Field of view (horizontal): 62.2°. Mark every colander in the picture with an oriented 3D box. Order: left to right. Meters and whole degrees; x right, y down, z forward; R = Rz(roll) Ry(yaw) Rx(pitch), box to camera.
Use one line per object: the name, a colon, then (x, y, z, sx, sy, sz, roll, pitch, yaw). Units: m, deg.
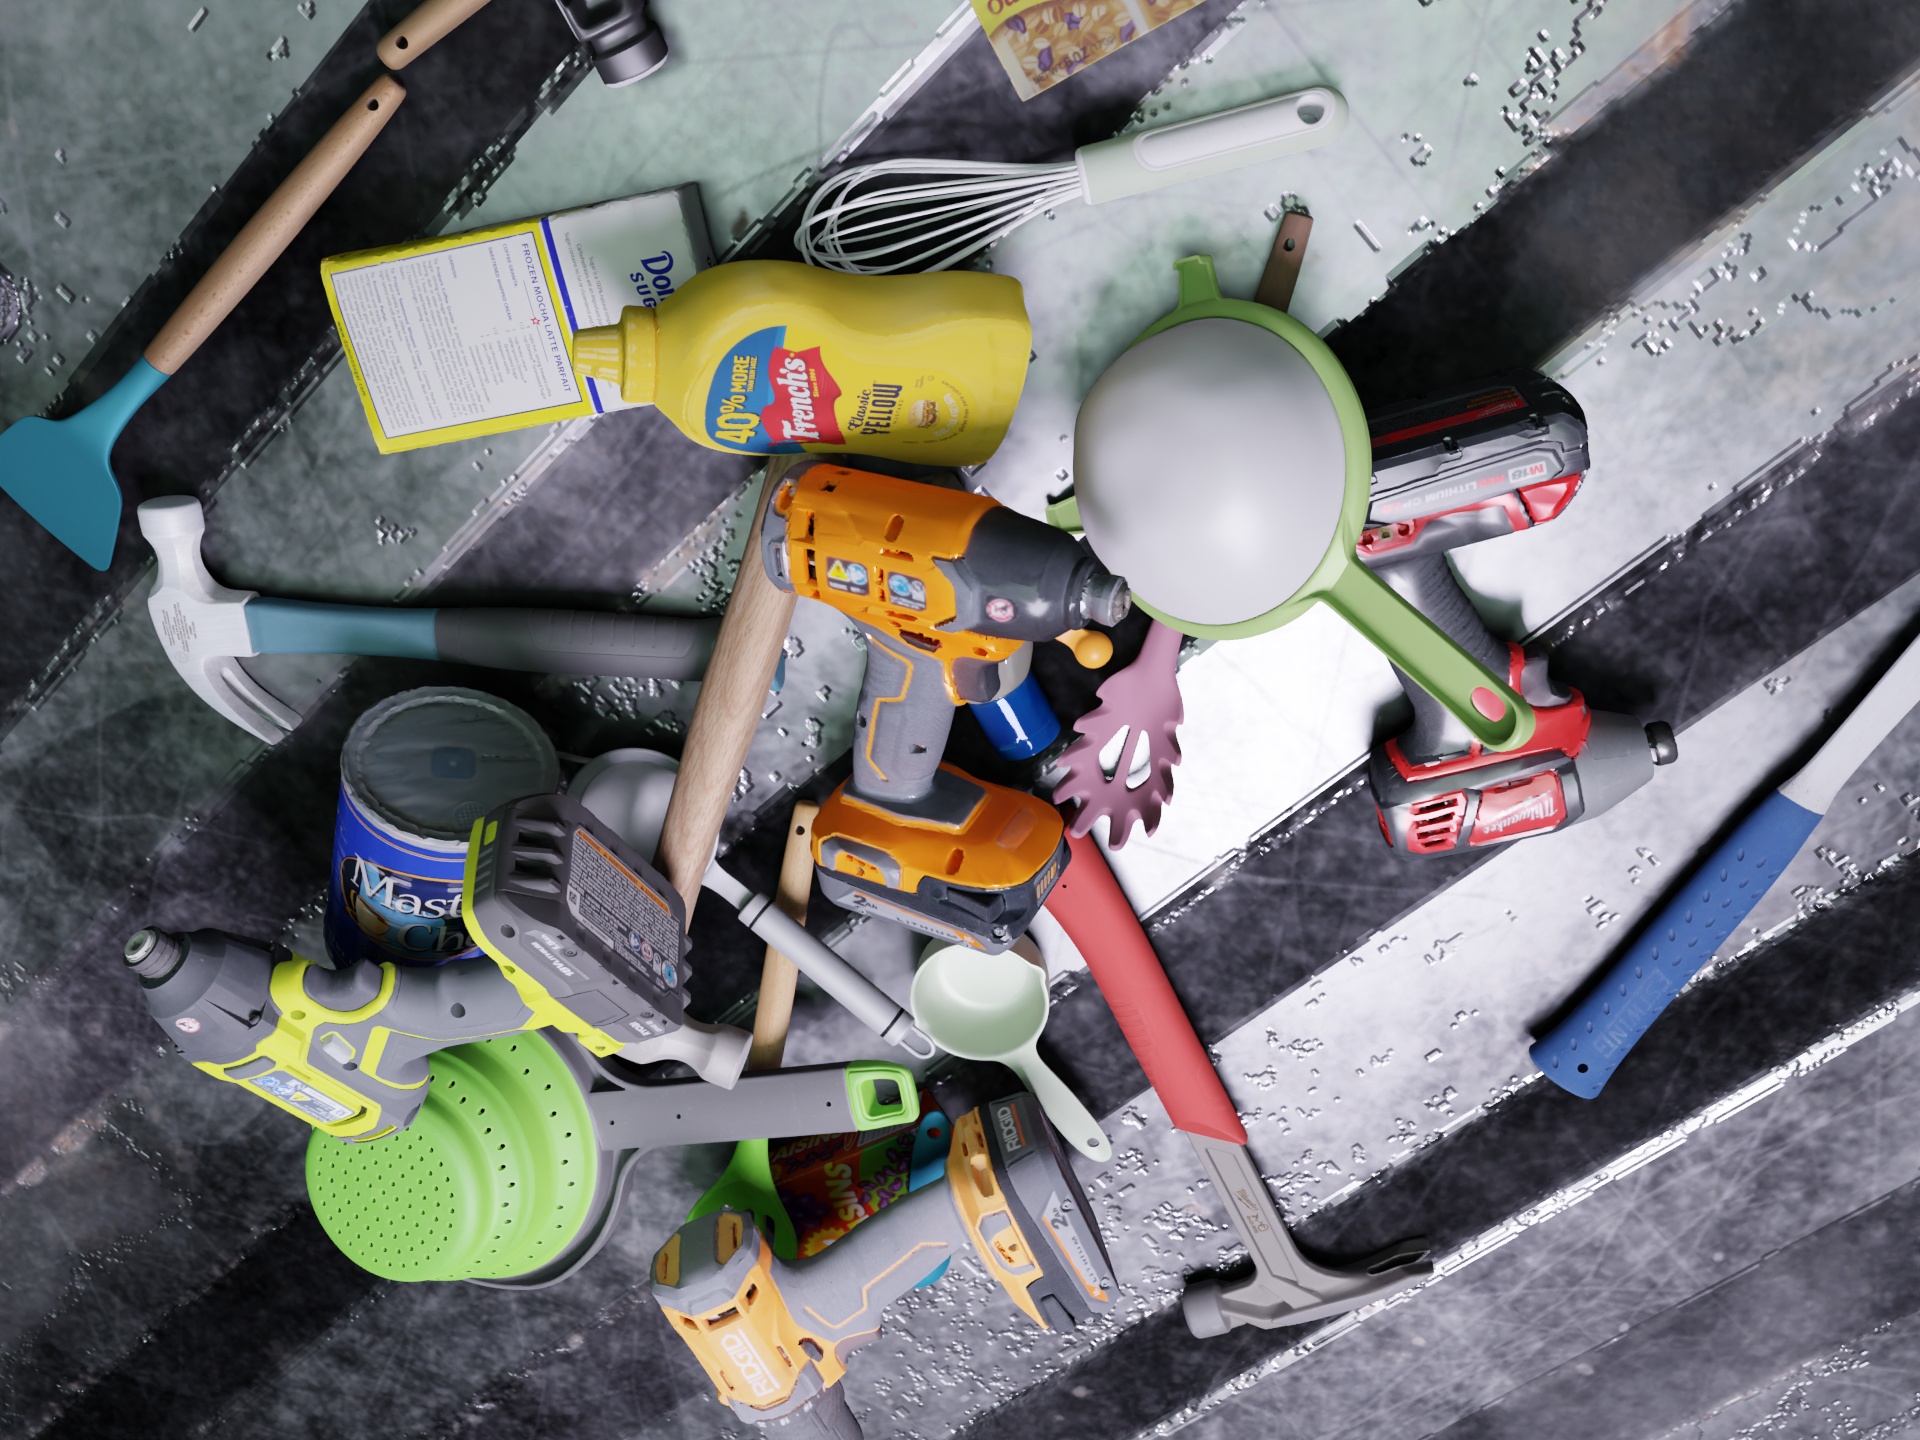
colander: (-0.219, 0.232, 0.869, 0.397, 0.094, 0.204, -10, 97, 19)

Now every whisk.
whisk: (0.046, -0.236, 0.694, 0.246, 0.059, 0.058, -12, 85, 8)

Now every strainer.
strainer: (-0.115, 0.095, 0.844, 0.258, 0.050, 0.087, 39, 109, 2)
strainer: (0.128, -0.072, 0.668, 0.257, 0.069, 0.151, 47, 126, 27)

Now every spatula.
spatula: (-0.371, -0.195, 0.774, 0.317, 0.044, 0.082, -40, 104, 16)

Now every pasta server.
pasta server: (0.111, -0.082, 0.760, 0.060, 0.040, 0.316, 20, 115, 10)

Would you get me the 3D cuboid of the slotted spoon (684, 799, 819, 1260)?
slotted spoon: (-0.108, 0.194, 0.892, 0.070, 0.031, 0.313, 13, 104, 10)

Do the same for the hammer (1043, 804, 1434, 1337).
hammer: (0.134, 0.198, 0.886, 0.149, 0.037, 0.358, -22, 111, 16)

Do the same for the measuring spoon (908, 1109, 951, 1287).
measuring spoon: (-0.022, 0.276, 0.903, 0.042, 0.021, 0.128, 9, 117, 2)

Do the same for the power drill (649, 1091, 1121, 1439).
power drill: (-0.031, 0.320, 0.871, 0.226, 0.084, 0.185, -24, 114, 1)

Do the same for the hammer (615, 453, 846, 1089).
hammer: (-0.126, 0.019, 0.790, 0.130, 0.031, 0.331, 20, 104, 2)

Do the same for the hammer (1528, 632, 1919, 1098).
hammer: (0.423, 0.034, 0.777, 0.144, 0.035, 0.405, 27, 115, -6)

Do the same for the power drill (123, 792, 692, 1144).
power drill: (-0.256, 0.120, 0.746, 0.223, 0.080, 0.171, -20, 137, 15)

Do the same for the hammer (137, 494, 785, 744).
hammer: (-0.255, -0.045, 0.822, 0.331, 0.033, 0.128, 3, 114, 5)

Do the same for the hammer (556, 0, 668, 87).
hammer: (-0.023, -0.375, 0.631, 0.337, 0.034, 0.127, -18, 131, 12)

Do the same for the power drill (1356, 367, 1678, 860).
power drill: (0.250, -0.042, 0.743, 0.143, 0.079, 0.219, -14, 115, 13)

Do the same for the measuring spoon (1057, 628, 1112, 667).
measuring spoon: (0.027, -0.061, 0.793, 0.117, 0.011, 0.021, 34, 114, -8)

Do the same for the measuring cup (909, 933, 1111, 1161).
measuring cup: (0.037, 0.179, 0.890, 0.083, 0.038, 0.167, -30, 110, 18)

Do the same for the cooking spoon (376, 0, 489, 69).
cooking spoon: (-0.126, -0.370, 0.665, 0.319, 0.017, 0.068, -29, 119, 18)

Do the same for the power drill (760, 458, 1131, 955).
power drill: (-0.001, -0.002, 0.733, 0.164, 0.084, 0.226, 15, 130, 23)
